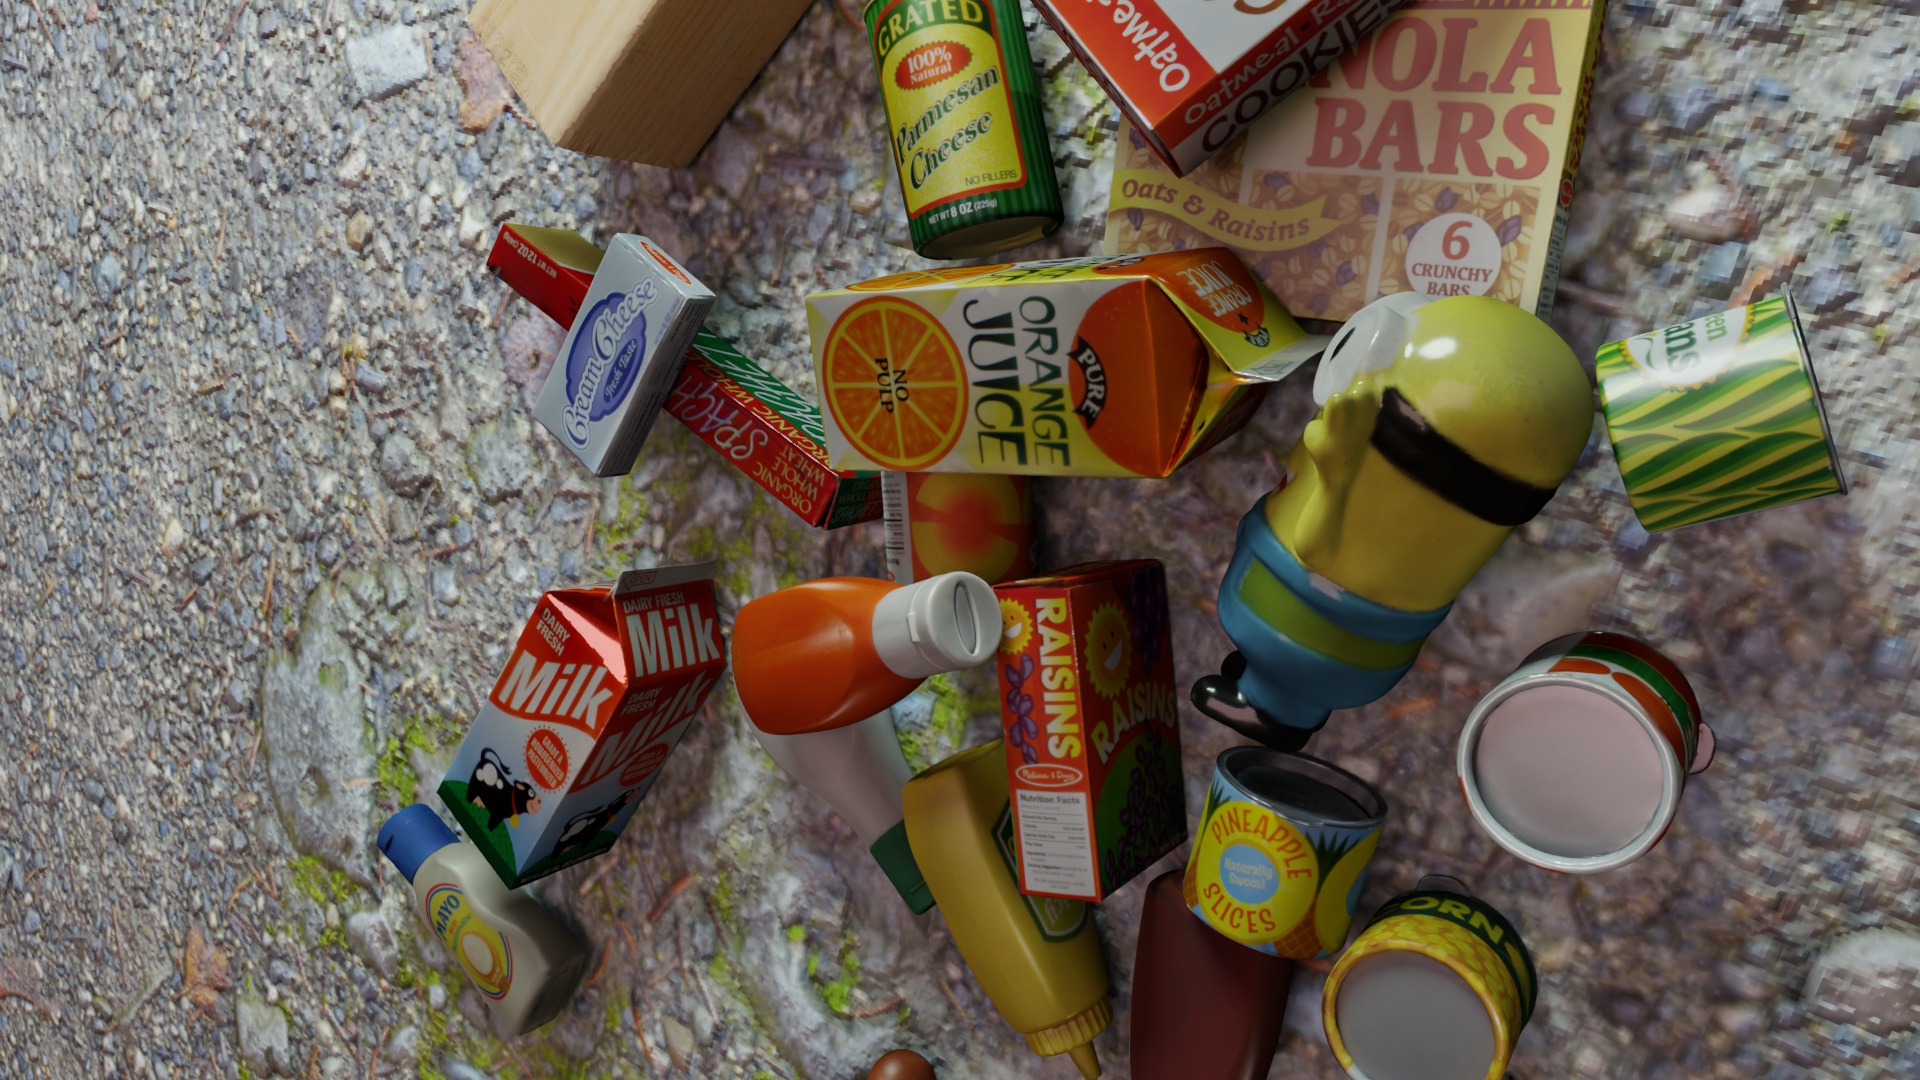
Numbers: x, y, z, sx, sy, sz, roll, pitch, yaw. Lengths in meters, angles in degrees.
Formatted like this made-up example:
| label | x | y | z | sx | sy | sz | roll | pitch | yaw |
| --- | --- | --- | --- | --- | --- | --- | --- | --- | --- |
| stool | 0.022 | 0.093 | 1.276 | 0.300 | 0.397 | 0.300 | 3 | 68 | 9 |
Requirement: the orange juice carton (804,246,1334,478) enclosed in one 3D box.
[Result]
| label | x | y | z | sx | sy | sz | roll | pitch | yaw |
| --- | --- | --- | --- | --- | --- | --- | --- | --- | --- |
| orange juice carton | 0.040 | -0.067 | 0.525 | 0.192 | 0.072 | 0.072 | 3 | 109 | 33 |

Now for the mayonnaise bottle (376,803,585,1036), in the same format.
| label | x | y | z | sx | sy | sz | roll | pitch | yaw |
| --- | --- | --- | --- | --- | --- | --- | --- | --- | --- |
| mayonnaise bottle | -0.282 | 0.214 | 0.807 | 0.148 | 0.041 | 0.064 | 38 | 115 | 22 |

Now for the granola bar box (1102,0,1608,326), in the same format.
| label | x | y | z | sx | sy | sz | roll | pitch | yaw |
| --- | --- | --- | --- | --- | --- | --- | --- | --- | --- |
| granola bar box | 0.140 | -0.143 | 0.517 | 0.165 | 0.039 | 0.124 | 13 | 102 | 30 |

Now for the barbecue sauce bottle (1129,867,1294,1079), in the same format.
| label | x | y | z | sx | sy | sz | roll | pitch | yaw |
| --- | --- | --- | --- | --- | --- | --- | --- | --- | --- |
| barbecue sauce bottle | 0.097 | 0.216 | 0.574 | 0.065 | 0.044 | 0.148 | 18 | 106 | 47 |

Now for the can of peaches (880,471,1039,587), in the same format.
| label | x | y | z | sx | sy | sz | roll | pitch | yaw |
| --- | --- | --- | --- | --- | --- | --- | --- | --- | --- |
| can of peaches | 0.002 | -0.008 | 0.600 | 0.071 | 0.071 | 0.058 | -3 | 93 | 32 |

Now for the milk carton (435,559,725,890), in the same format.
| label | x | y | z | sx | sy | sz | roll | pitch | yaw |
| --- | --- | --- | --- | --- | --- | --- | --- | --- | --- |
| milk carton | -0.190 | 0.084 | 0.720 | 0.073 | 0.072 | 0.189 | 44 | 115 | 21 |

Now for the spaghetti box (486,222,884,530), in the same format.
| label | x | y | z | sx | sy | sz | roll | pitch | yaw |
| --- | --- | --- | --- | --- | --- | --- | --- | --- | --- |
| spaghetti box | -0.135 | -0.085 | 0.684 | 0.250 | 0.050 | 0.028 | 37 | 114 | 23 |

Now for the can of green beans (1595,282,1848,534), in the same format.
| label | x | y | z | sx | sy | sz | roll | pitch | yaw |
| --- | --- | --- | --- | --- | --- | --- | --- | --- | --- |
| can of green beans | 0.244 | -0.040 | 0.448 | 0.057 | 0.071 | 0.071 | -15 | 87 | 32 |

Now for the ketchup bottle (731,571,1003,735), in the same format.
| label | x | y | z | sx | sy | sz | roll | pitch | yaw |
| --- | --- | --- | --- | --- | --- | --- | --- | --- | --- |
| ketchup bottle | -0.042 | 0.043 | 0.572 | 0.148 | 0.044 | 0.065 | -18 | 81 | 52 |

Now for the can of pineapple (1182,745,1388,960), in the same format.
| label | x | y | z | sx | sy | sz | roll | pitch | yaw |
| --- | --- | --- | --- | --- | --- | --- | --- | --- | --- |
| can of pineapple | 0.123 | 0.119 | 0.535 | 0.071 | 0.071 | 0.057 | 20 | 106 | 28 |

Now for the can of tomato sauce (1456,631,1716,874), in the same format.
| label | x | y | z | sx | sy | sz | roll | pitch | yaw |
| --- | --- | --- | --- | --- | --- | --- | --- | --- | --- |
| can of tomato sauce | 0.212 | 0.070 | 0.468 | 0.071 | 0.083 | 0.071 | 4 | 97 | 32 |

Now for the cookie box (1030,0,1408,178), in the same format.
| label | x | y | z | sx | sy | sz | roll | pitch | yaw |
| --- | --- | --- | --- | --- | --- | --- | --- | --- | --- |
| cookie box | 0.108 | -0.226 | 0.489 | 0.167 | 0.040 | 0.123 | -37 | 62 | 12 |

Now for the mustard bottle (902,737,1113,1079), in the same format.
| label | x | y | z | sx | sy | sz | roll | pitch | yaw |
| --- | --- | --- | --- | --- | --- | --- | --- | --- | --- |
| mustard bottle | 0.030 | 0.168 | 0.603 | 0.048 | 0.065 | 0.160 | -26 | 87 | 35 |

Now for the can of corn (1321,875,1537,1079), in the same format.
| label | x | y | z | sx | sy | sz | roll | pitch | yaw |
| --- | --- | --- | --- | --- | --- | --- | --- | --- | --- |
| can of corn | 0.174 | 0.168 | 0.515 | 0.071 | 0.058 | 0.071 | 4 | 97 | 31 |

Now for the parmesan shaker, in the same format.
| label | x | y | z | sx | sy | sz | roll | pitch | yaw |
| --- | --- | --- | --- | --- | --- | --- | --- | --- | --- |
| parmesan shaker | 0.005 | -0.177 | 0.581 | 0.071 | 0.071 | 0.103 | -13 | 88 | 32 |

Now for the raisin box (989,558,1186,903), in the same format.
| label | x | y | z | sx | sy | sz | roll | pitch | yaw |
| --- | --- | --- | --- | --- | --- | --- | --- | --- | --- |
| raisin box | 0.054 | 0.073 | 0.563 | 0.040 | 0.086 | 0.123 | -4 | 93 | 33 |

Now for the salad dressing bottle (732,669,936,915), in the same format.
| label | x | y | z | sx | sy | sz | roll | pitch | yaw |
| --- | --- | --- | --- | --- | --- | --- | --- | --- | --- |
| salad dressing bottle | -0.049 | 0.105 | 0.654 | 0.064 | 0.044 | 0.148 | -43 | 74 | 19 |

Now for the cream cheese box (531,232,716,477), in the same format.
| label | x | y | z | sx | sy | sz | roll | pitch | yaw |
| --- | --- | --- | --- | --- | --- | --- | --- | --- | --- |
| cream cheese box | -0.159 | -0.086 | 0.653 | 0.053 | 0.024 | 0.103 | 41 | 113 | 22 |
